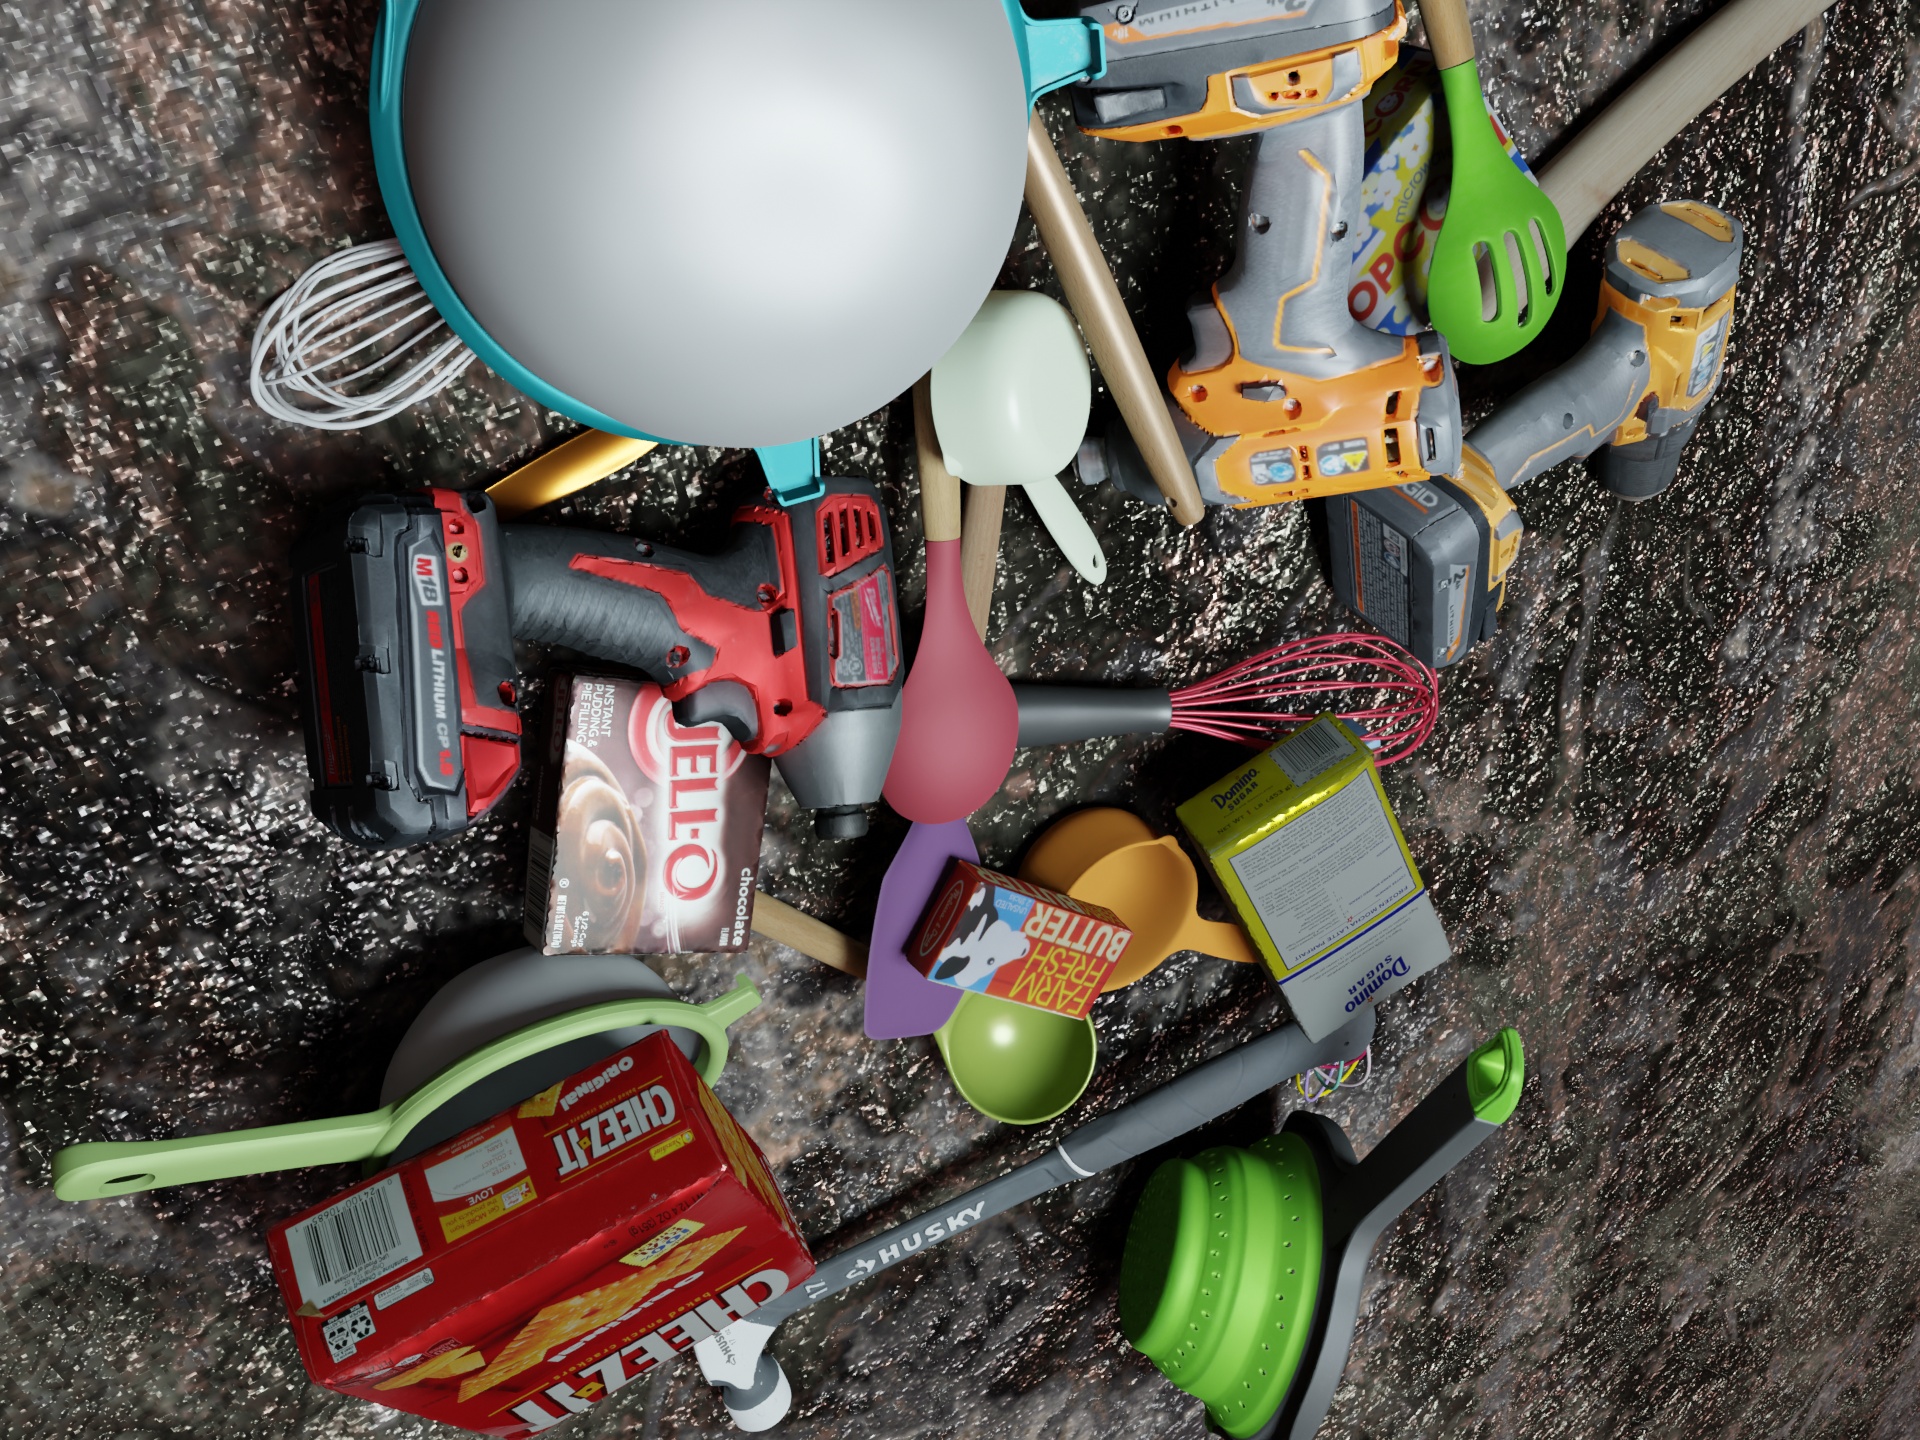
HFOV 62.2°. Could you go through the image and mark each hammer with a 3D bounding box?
[{"bbox_3d":[0.043,0.240,0.856,0.409,0.036,0.149,-24,124,-10],"label":"hammer"},{"bbox_3d":[0.377,-0.340,0.768,0.410,0.038,0.146,-41,129,-5],"label":"hammer"}]

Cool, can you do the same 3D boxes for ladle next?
[{"bbox_3d":[-0.008,-0.100,0.642,0.069,0.031,0.315,-13,112,-27],"label":"ladle"},{"bbox_3d":[-0.053,0.112,0.742,0.319,0.062,0.078,33,89,-37],"label":"ladle"}]

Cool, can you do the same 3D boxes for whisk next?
[{"bbox_3d":[0.115,-0.007,0.781,0.295,0.073,0.073,-3,117,-23],"label":"whisk"},{"bbox_3d":[0.219,0.132,0.912,0.047,0.051,0.244,-3,127,2],"label":"whisk"},{"bbox_3d":[-0.129,-0.171,0.544,0.246,0.058,0.059,-34,163,-15],"label":"whisk"}]

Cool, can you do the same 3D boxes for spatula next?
[{"bbox_3d":[-0.001,-0.002,0.706,0.059,0.018,0.315,-1,108,-29],"label":"spatula"},{"bbox_3d":[0.036,-0.204,0.576,0.044,0.082,0.317,-48,127,-25],"label":"spatula"}]

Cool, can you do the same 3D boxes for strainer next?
[{"bbox_3d":[-0.107,-0.182,0.434,0.340,0.095,0.211,23,112,-38],"label":"strainer"},{"bbox_3d":[-0.217,0.137,0.626,0.256,0.069,0.151,2,138,-42],"label":"strainer"}]

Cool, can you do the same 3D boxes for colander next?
[{"bbox_3d":[0.174,0.271,0.877,0.094,0.205,0.396,17,136,-5],"label":"colander"}]

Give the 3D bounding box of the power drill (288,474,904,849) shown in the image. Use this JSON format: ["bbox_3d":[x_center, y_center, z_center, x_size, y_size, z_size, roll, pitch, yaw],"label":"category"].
[{"bbox_3d":[-0.117,-0.017,0.579,0.219,0.078,0.143,-6,91,-37],"label":"power drill"}]

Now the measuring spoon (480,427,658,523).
[{"bbox_3d":[-0.156,-0.092,0.592,0.117,0.011,0.021,-32,135,-18],"label":"measuring spoon"}]

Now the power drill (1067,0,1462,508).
[{"bbox_3d":[0.107,-0.186,0.635,0.164,0.084,0.226,-8,127,16],"label":"power drill"}]

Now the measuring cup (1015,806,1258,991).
[{"bbox_3d":[0.101,0.097,0.833,0.173,0.052,0.095,17,106,-40],"label":"measuring cup"}]

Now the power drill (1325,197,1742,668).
[{"bbox_3d":[0.292,-0.127,0.799,0.226,0.084,0.185,-40,148,-8],"label":"power drill"}]

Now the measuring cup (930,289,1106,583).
[{"bbox_3d":[0.042,-0.107,0.656,0.167,0.038,0.083,50,52,-48],"label":"measuring cup"}]

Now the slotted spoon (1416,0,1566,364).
[{"bbox_3d":[0.193,-0.292,0.646,0.070,0.031,0.313,-26,114,-6],"label":"slotted spoon"}]
